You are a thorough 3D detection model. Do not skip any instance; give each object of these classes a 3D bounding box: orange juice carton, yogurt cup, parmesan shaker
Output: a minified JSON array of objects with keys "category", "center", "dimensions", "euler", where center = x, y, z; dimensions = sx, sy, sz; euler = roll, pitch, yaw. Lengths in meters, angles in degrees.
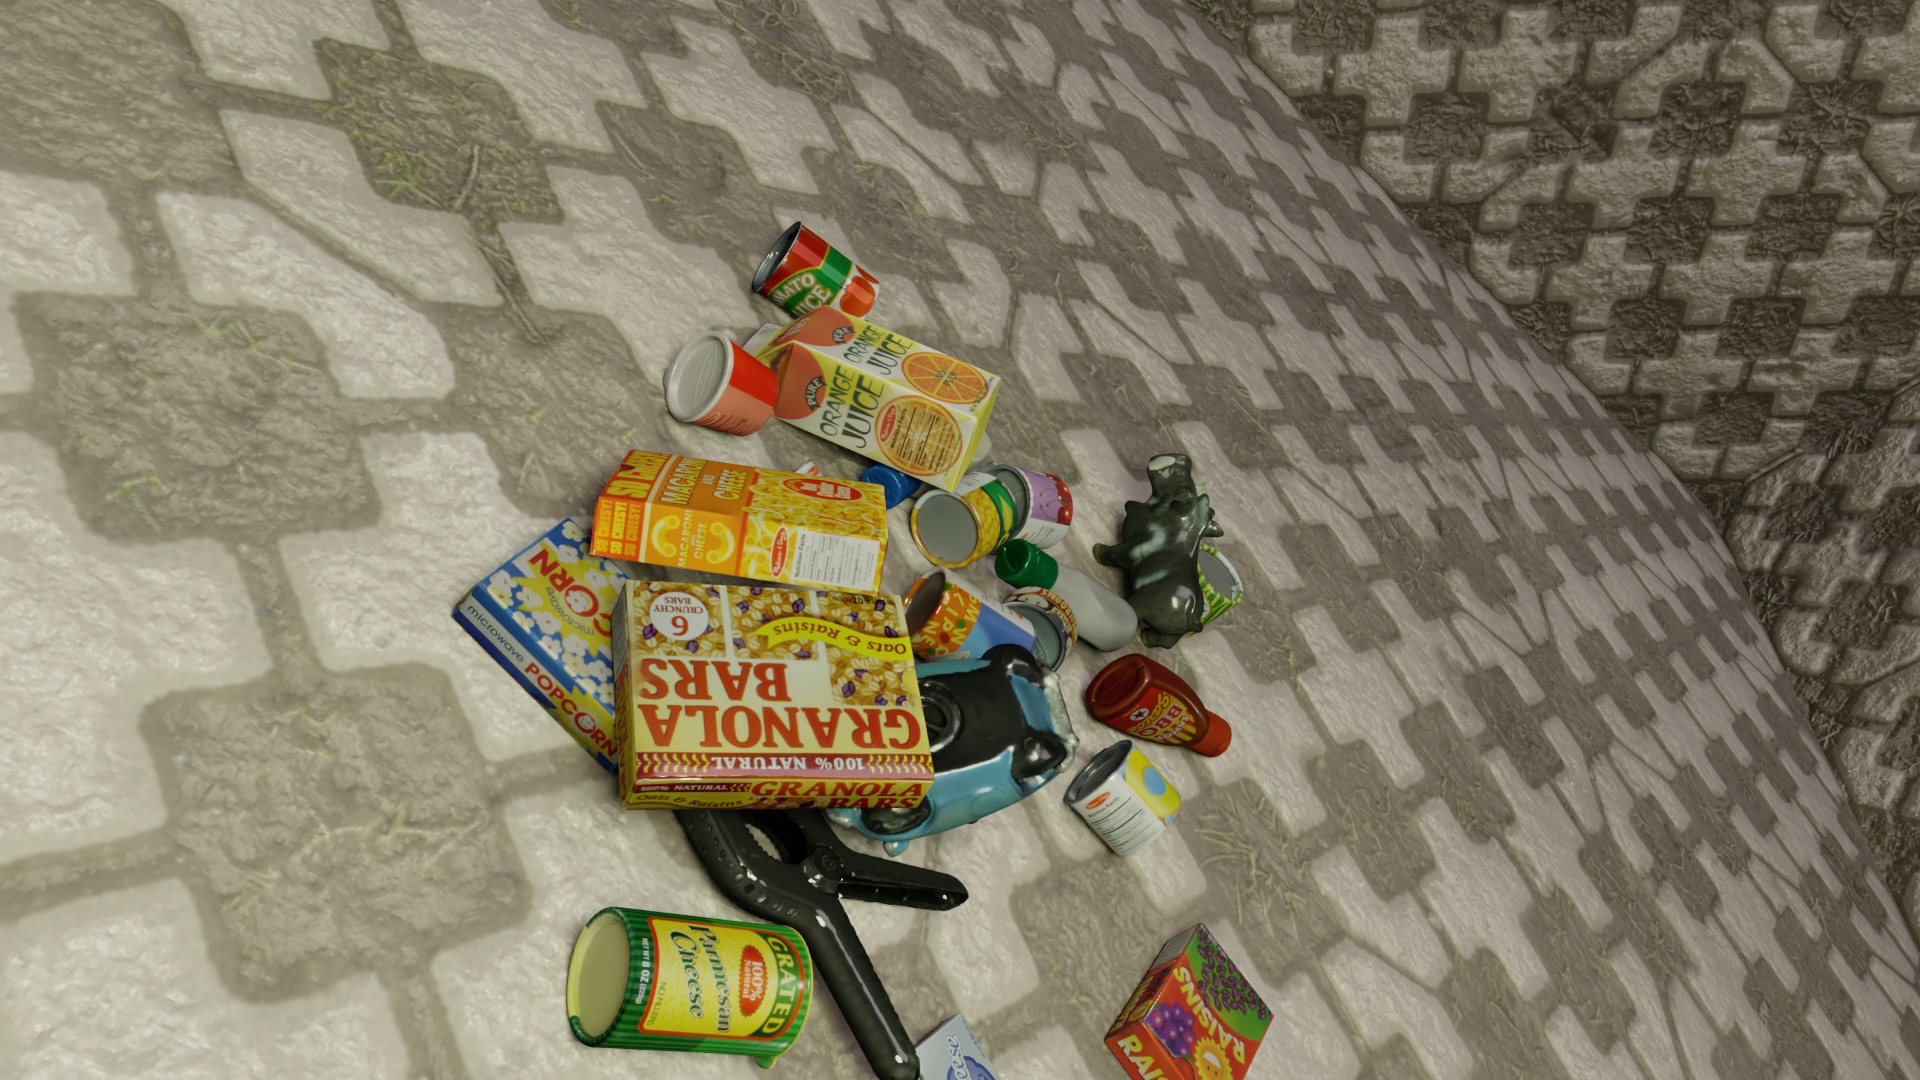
[{"category":"orange juice carton","center":[-0.074,-0.117,1.062],"dimensions":[0.193,0.072,0.072],"euler":[23,36,4]},{"category":"yogurt cup","center":[-0.167,-0.108,0.986],"dimensions":[0.054,0.072,0.073],"euler":[25,40,-45]},{"category":"parmesan shaker","center":[-0.135,0.224,0.693],"dimensions":[0.103,0.071,0.071],"euler":[20,44,-37]}]

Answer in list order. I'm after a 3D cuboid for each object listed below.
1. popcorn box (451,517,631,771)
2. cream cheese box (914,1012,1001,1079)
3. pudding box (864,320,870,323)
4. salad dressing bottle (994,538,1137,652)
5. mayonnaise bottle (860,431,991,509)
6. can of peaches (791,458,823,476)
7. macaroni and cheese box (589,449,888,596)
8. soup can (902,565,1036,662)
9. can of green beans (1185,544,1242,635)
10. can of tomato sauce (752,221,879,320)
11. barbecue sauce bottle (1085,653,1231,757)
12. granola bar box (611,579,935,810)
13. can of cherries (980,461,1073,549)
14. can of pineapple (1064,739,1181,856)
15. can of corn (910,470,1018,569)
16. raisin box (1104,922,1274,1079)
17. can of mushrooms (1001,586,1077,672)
[{"category":"popcorn box","center":[-0.212,0.057,0.791],"dimensions":[0.126,0.038,0.085],"euler":[46,32,-5]},{"category":"cream cheese box","center":[0.006,0.330,0.790],"dimensions":[0.053,0.024,0.104],"euler":[-17,71,-53]},{"category":"pudding box","center":[-0.065,-0.139,1.165],"dimensions":[0.083,0.030,0.050],"euler":[43,35,-10]},{"category":"salad dressing bottle","center":[0.085,0.044,1.124],"dimensions":[0.147,0.044,0.064],"euler":[34,22,-41]},{"category":"mayonnaise bottle","center":[-0.030,-0.067,1.126],"dimensions":[0.065,0.041,0.149],"euler":[48,35,1]},{"category":"can of peaches","center":[-0.113,-0.013,0.951],"dimensions":[0.058,0.071,0.071],"euler":[53,33,-5]},{"category":"macaroni and cheese box","center":[-0.130,-0.014,0.849],"dimensions":[0.166,0.040,0.124],"euler":[9,15,-7]},{"category":"soup can","center":[0.001,0.069,1.007],"dimensions":[0.083,0.071,0.072],"euler":[33,36,-22]},{"category":"can of green beans","center":[0.219,0.045,1.289],"dimensions":[0.071,0.057,0.071],"euler":[30,38,-27]},{"category":"can of tomato sauce","center":[-0.119,-0.209,1.139],"dimensions":[0.083,0.071,0.071],"euler":[34,36,-24]},{"category":"barbecue sauce bottle","center":[0.169,0.140,1.137],"dimensions":[0.148,0.064,0.044],"euler":[30,29,-42]},{"category":"granola bar box","center":[-0.104,0.086,0.770],"dimensions":[0.166,0.038,0.125],"euler":[4,52,-24]},{"category":"can of cherries","center":[0.051,-0.030,1.158],"dimensions":[0.058,0.071,0.072],"euler":[8,51,-46]},{"category":"can of pineapple","center":[0.121,0.189,1.025],"dimensions":[0.058,0.070,0.071],"euler":[48,33,-5]},{"category":"can of corn","center":[0.004,-0.014,1.090],"dimensions":[0.071,0.071,0.058],"euler":[54,34,6]},{"category":"raisin box","center":[0.159,0.334,0.951],"dimensions":[0.086,0.040,0.124],"euler":[53,34,3]},{"category":"can of mushrooms","center":[0.056,0.070,1.063],"dimensions":[0.071,0.070,0.033],"euler":[49,31,-1]}]
